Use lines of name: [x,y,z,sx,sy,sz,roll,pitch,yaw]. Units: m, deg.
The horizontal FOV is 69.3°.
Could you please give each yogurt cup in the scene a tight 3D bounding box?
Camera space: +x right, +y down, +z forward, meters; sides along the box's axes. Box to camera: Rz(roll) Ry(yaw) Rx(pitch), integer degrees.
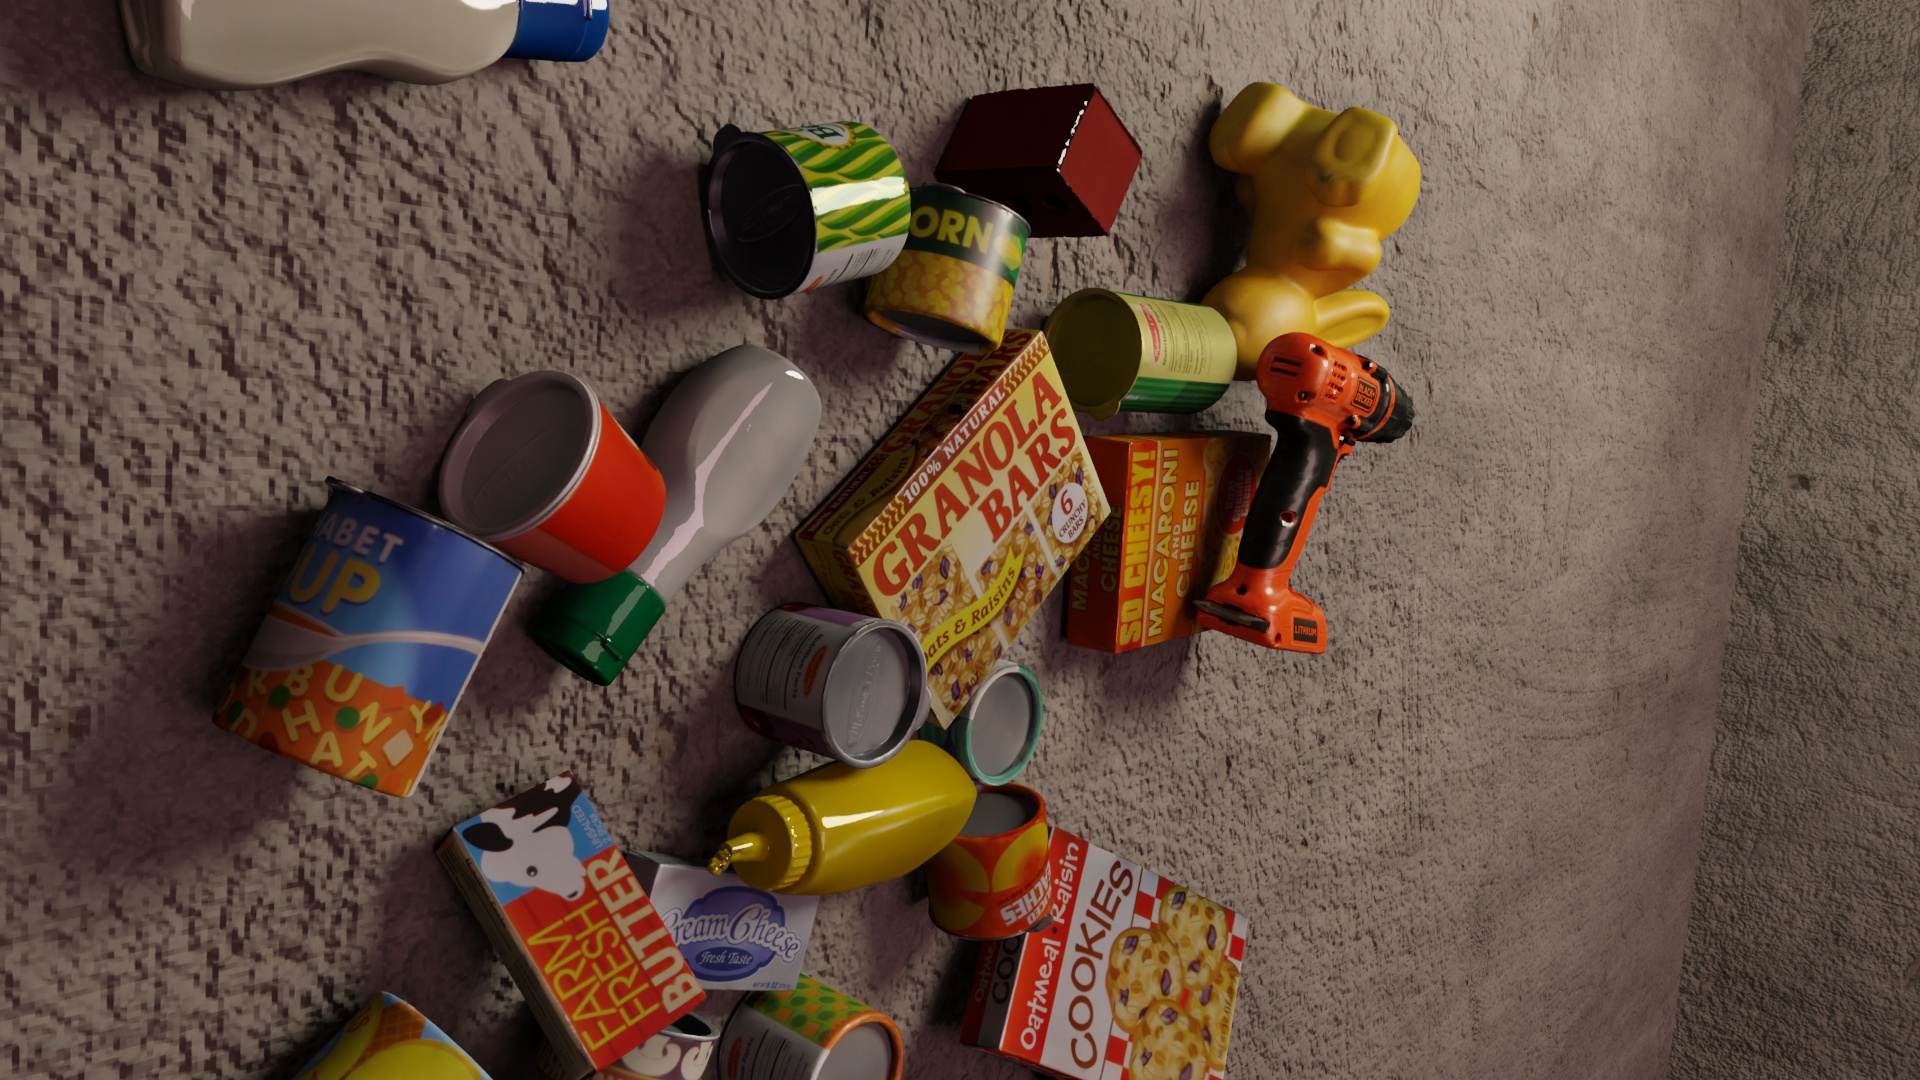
yogurt cup: [-0.144,-0.019,0.502,0.053,0.072,0.072,48,61,-53]

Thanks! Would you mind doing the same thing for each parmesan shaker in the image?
parmesan shaker: [0.101,-0.100,0.774,0.103,0.071,0.071,-4,100,-50]

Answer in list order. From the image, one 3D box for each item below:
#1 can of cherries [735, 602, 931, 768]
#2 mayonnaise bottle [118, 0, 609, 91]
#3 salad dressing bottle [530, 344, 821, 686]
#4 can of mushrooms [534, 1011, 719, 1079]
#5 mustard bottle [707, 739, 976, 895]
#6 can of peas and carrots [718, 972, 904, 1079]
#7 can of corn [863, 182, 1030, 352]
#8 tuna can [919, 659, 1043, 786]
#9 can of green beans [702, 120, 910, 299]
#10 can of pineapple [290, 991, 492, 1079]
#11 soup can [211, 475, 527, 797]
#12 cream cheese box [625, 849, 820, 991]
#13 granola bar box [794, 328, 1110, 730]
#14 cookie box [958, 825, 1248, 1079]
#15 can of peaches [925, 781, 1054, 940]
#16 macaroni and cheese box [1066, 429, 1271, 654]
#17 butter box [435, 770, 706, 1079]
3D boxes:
can of cherries: [-0.057,0.065,0.626,0.072,0.058,0.071,-12,105,-49]
mayonnaise bottle: [-0.183,-0.175,0.443,0.148,0.041,0.064,-17,112,-48]
salad dressing bottle: [-0.113,-0.012,0.557,0.148,0.044,0.064,-58,137,-24]
can of mushrooms: [-0.134,0.201,0.552,0.071,0.071,0.033,33,73,-48]
mustard bottle: [-0.057,0.128,0.626,0.160,0.049,0.065,2,128,-56]
can of peas and carrots: [-0.067,0.242,0.647,0.071,0.059,0.070,-14,108,-48]
can of corn: [-0.007,-0.124,0.640,0.071,0.071,0.058,20,83,-50]
tuna can: [0.013,0.096,0.734,0.071,0.033,0.071,-12,106,-48]
can of green beans: [-0.063,-0.137,0.573,0.058,0.071,0.071,-26,116,-45]
can of pineapple: [-0.199,0.197,0.476,0.058,0.071,0.070,-48,130,-34]
soup can: [-0.193,0.032,0.451,0.071,0.071,0.084,38,68,-47]
cream cheese box: [-0.108,0.168,0.610,0.104,0.024,0.053,23,78,-50]
granola bar box: [0.002,-0.009,0.697,0.166,0.039,0.123,-50,132,-31]
cookie box: [0.086,0.249,0.793,0.167,0.040,0.123,31,61,-28]
can of peaches: [0.016,0.165,0.721,0.071,0.071,0.058,-22,112,-46]
macaroni and cheese box: [0.129,-0.004,0.847,0.167,0.040,0.123,-7,103,-50]
butter box: [-0.145,0.143,0.518,0.053,0.024,0.103,-25,76,-45]
